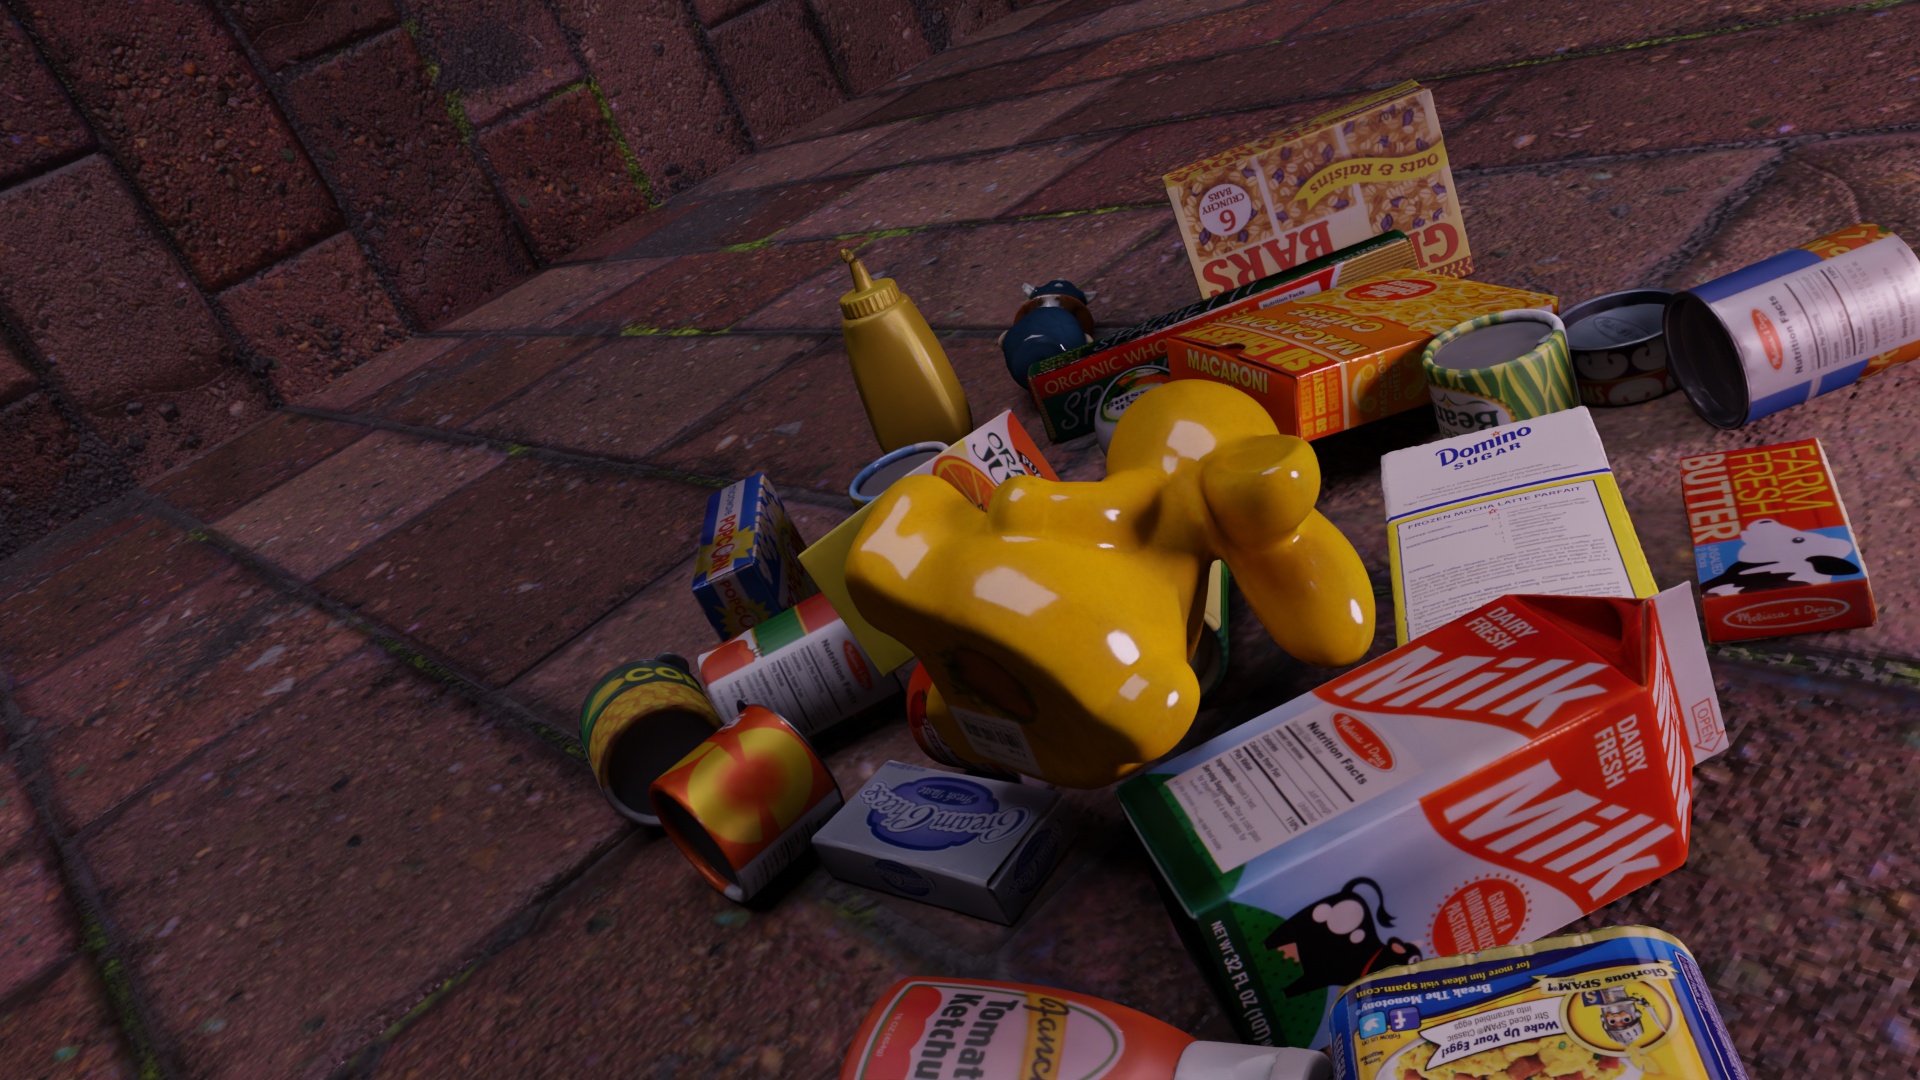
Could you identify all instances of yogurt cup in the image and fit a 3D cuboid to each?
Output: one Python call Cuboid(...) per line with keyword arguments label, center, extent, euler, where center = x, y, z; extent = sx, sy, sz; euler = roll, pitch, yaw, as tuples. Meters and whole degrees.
Cuboid(label="yogurt cup", center=(0.014, 0.070, 0.604), extent=(0.054, 0.072, 0.073), euler=(-11, 27, 45))

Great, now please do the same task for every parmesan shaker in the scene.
Cuboid(label="parmesan shaker", center=(0.085, 0.023, 0.627), extent=(0.071, 0.071, 0.103), euler=(-15, 27, 19))

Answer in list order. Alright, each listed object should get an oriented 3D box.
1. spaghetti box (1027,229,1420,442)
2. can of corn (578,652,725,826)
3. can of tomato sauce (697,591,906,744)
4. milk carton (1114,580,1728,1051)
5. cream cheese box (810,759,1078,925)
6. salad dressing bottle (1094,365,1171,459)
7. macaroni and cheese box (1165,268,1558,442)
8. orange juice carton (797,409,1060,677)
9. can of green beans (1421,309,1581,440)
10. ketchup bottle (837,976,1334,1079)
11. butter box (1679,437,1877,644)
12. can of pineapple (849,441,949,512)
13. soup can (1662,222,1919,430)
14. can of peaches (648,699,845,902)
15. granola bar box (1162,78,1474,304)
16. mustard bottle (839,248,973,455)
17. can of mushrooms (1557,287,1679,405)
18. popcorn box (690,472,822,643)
Cuboid(label="spaghetti box", center=(0.166, -0.128, 0.880), extent=(0.250, 0.050, 0.029), euler=(-19, 23, 11))
Cuboid(label="can of corn", center=(-0.150, 0.097, 0.687), extent=(0.071, 0.071, 0.058), euler=(-30, 26, -14))
Cuboid(label="can of tomato sauce", center=(-0.079, 0.067, 0.691), extent=(0.083, 0.071, 0.071), euler=(-27, 25, -6))
Cuboid(label="milk carton", center=(0.156, 0.082, 0.444), extent=(0.191, 0.072, 0.073), euler=(-26, 24, -2))
Cuboid(label="cream cheese box", center=(-0.008, 0.120, 0.567), extent=(0.103, 0.024, 0.053), euler=(1, 35, 43))
Cuboid(label="salad dressing bottle", center=(0.110, -0.053, 0.787), extent=(0.064, 0.043, 0.148), euler=(-14, 26, 9))
Cuboid(label="macaroni and cheese box", center=(0.215, -0.105, 0.757), extent=(0.167, 0.040, 0.124), euler=(-17, 23, -18))
Cuboid(label="orange juice carton", center=(0.003, -0.009, 0.709), extent=(0.073, 0.072, 0.193), euler=(-34, 2, 26))
Cuboid(label="can of green beans", center=(0.262, -0.072, 0.671), extent=(0.071, 0.057, 0.071), euler=(-20, 25, 10))
Cuboid(label="ketchup bottle", center=(0.036, 0.166, 0.416), extent=(0.148, 0.043, 0.065), euler=(-7, 30, 31))
Cuboid(label="butter box", center=(0.308, -0.001, 0.530), extent=(0.053, 0.024, 0.104), euler=(-10, 28, 27))
Cuboid(label="can of pineapple", center=(-0.027, -0.017, 0.819), extent=(0.071, 0.057, 0.071), euler=(-20, 25, 10))
Cuboid(label="soup can", center=(0.368, -0.094, 0.616), extent=(0.084, 0.071, 0.071), euler=(-21, 25, 5))
Cuboid(label="can of peaches", center=(-0.095, 0.113, 0.607), extent=(0.058, 0.071, 0.071), euler=(-39, 28, -28))
Cuboid(label="granola bar box", center=(0.226, -0.201, 0.883), extent=(0.165, 0.123, 0.039), euler=(-19, 24, 11))
Cuboid(label="mustard bottle", center=(-0.043, -0.122, 0.922), extent=(0.065, 0.159, 0.049), euler=(-15, 25, 18))
Cuboid(label="can of mushrooms", center=(0.328, -0.096, 0.691), extent=(0.071, 0.033, 0.071), euler=(-19, 26, 10))
Cuboid(label="popcorn box", center=(-0.109, 0.026, 0.775), extent=(0.038, 0.085, 0.127), euler=(-23, 25, 5))
